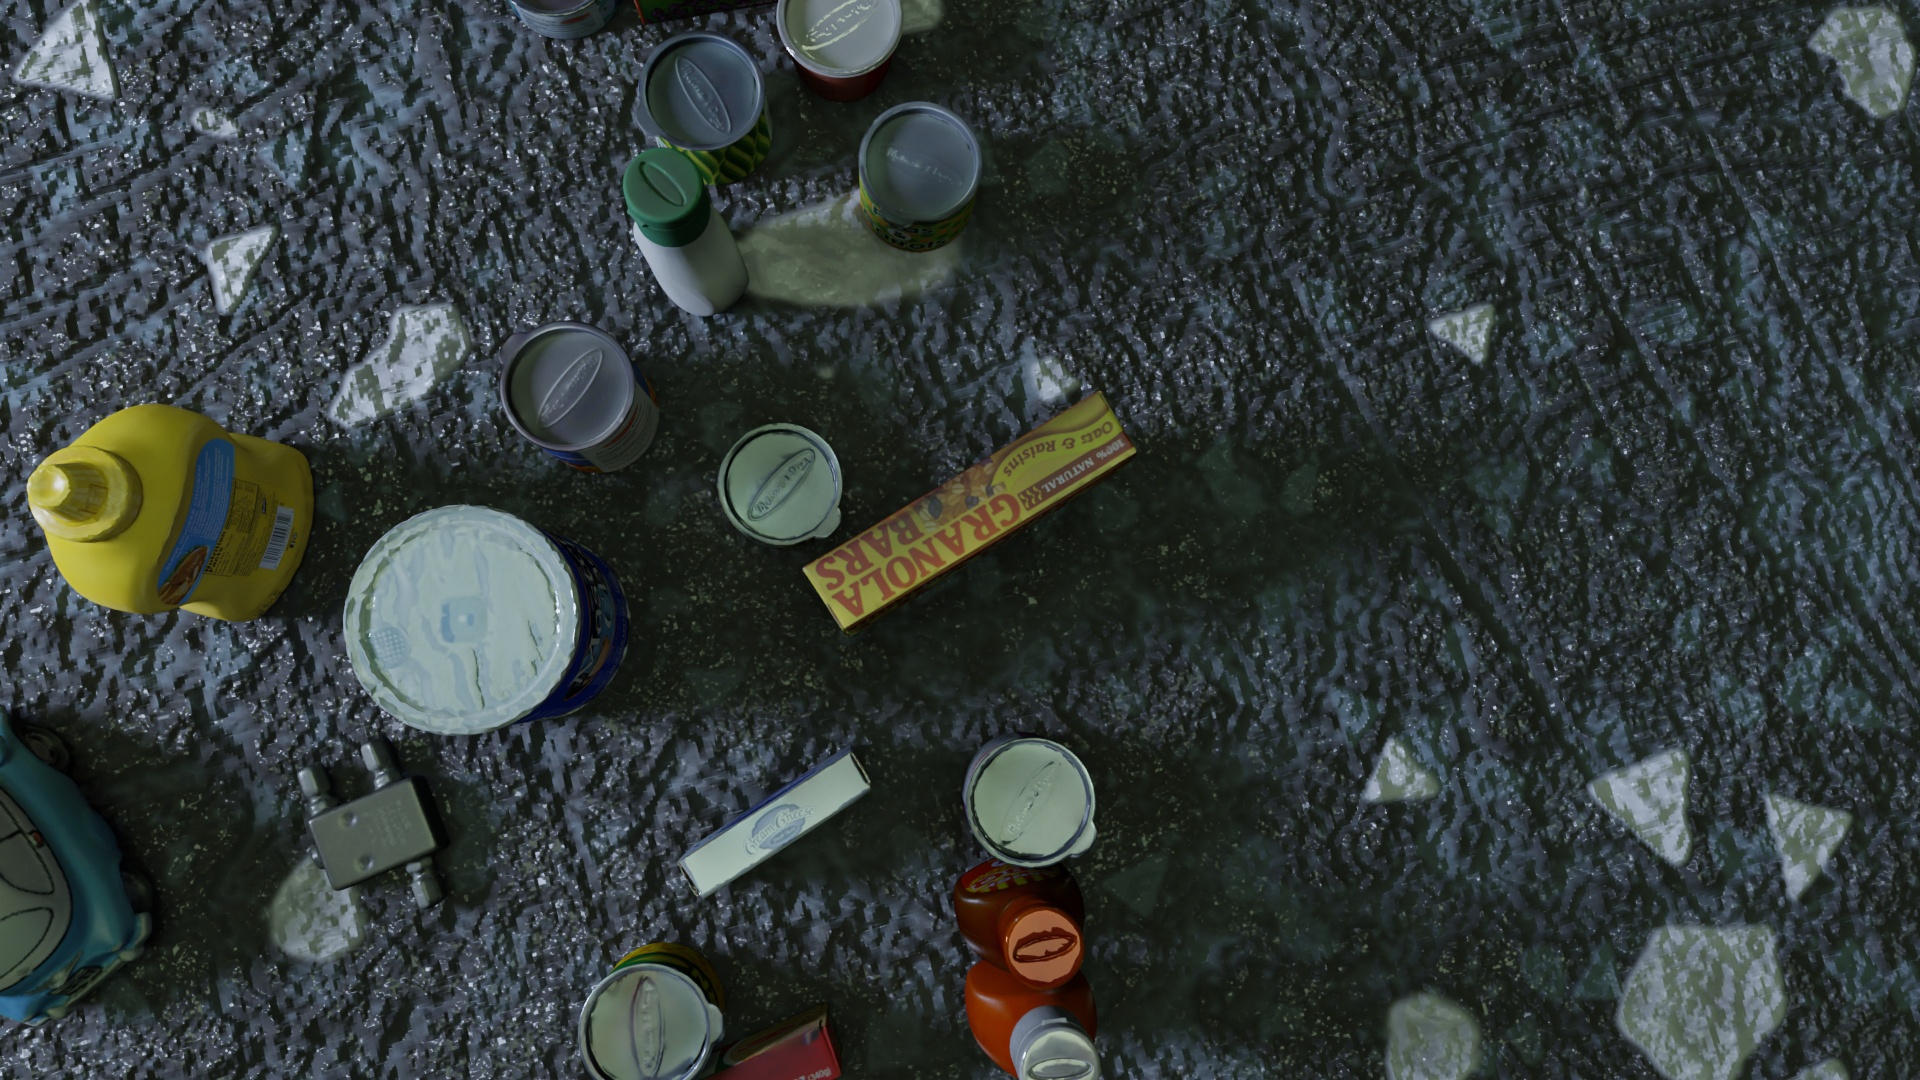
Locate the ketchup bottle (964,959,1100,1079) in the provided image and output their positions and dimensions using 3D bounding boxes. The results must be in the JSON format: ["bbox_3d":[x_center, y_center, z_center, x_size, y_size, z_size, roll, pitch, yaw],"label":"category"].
[{"bbox_3d":[0.038,0.235,0.677,0.065,0.148,0.043,-3,85,-4],"label":"ketchup bottle"}]

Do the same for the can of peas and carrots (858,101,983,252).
[{"bbox_3d":[-0.024,-0.195,0.761,0.071,0.058,0.071,0,85,-4],"label":"can of peas and carrots"}]

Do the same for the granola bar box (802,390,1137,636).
[{"bbox_3d":[0.003,-0.009,0.711,0.166,0.124,0.039,-31,88,-6],"label":"granola bar box"}]

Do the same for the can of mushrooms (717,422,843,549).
[{"bbox_3d":[-0.095,-0.027,0.752,0.071,0.033,0.071,0,84,-4],"label":"can of mushrooms"}]

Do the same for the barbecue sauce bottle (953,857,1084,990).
[{"bbox_3d":[0.032,0.186,0.682,0.065,0.148,0.043,-12,86,-5],"label":"barbecue sauce bottle"}]

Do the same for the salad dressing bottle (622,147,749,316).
[{"bbox_3d":[-0.140,-0.155,0.704,0.064,0.147,0.044,45,84,1],"label":"salad dressing bottle"}]

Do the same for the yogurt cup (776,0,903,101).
[{"bbox_3d":[-0.066,-0.279,0.768,0.072,0.054,0.072,0,85,-4],"label":"yogurt cup"}]

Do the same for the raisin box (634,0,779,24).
[{"bbox_3d":[-0.140,-0.323,0.733,0.086,0.123,0.040,-11,86,-5],"label":"raisin box"}]

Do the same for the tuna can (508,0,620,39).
[{"bbox_3d":[-0.223,-0.318,0.772,0.071,0.033,0.071,0,84,-4],"label":"tuna can"}]

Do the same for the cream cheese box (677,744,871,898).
[{"bbox_3d":[-0.095,0.145,0.725,0.104,0.053,0.024,-32,88,-6],"label":"cream cheese box"}]

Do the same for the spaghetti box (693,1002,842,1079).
[{"bbox_3d":[-0.179,0.303,0.705,0.250,0.050,0.028,-23,87,-6],"label":"spaghetti box"}]

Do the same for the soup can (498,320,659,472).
[{"bbox_3d":[-0.198,-0.074,0.724,0.071,0.083,0.071,0,85,-4],"label":"soup can"}]

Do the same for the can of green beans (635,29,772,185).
[{"bbox_3d":[-0.138,-0.234,0.757,0.071,0.058,0.071,0,85,-4],"label":"can of green beans"}]

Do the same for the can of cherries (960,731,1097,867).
[{"bbox_3d":[0.036,0.137,0.732,0.071,0.058,0.071,0,85,-4],"label":"can of cherries"}]

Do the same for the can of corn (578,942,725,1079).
[{"bbox_3d":[-0.153,0.243,0.708,0.071,0.058,0.071,0,85,-4],"label":"can of corn"}]
